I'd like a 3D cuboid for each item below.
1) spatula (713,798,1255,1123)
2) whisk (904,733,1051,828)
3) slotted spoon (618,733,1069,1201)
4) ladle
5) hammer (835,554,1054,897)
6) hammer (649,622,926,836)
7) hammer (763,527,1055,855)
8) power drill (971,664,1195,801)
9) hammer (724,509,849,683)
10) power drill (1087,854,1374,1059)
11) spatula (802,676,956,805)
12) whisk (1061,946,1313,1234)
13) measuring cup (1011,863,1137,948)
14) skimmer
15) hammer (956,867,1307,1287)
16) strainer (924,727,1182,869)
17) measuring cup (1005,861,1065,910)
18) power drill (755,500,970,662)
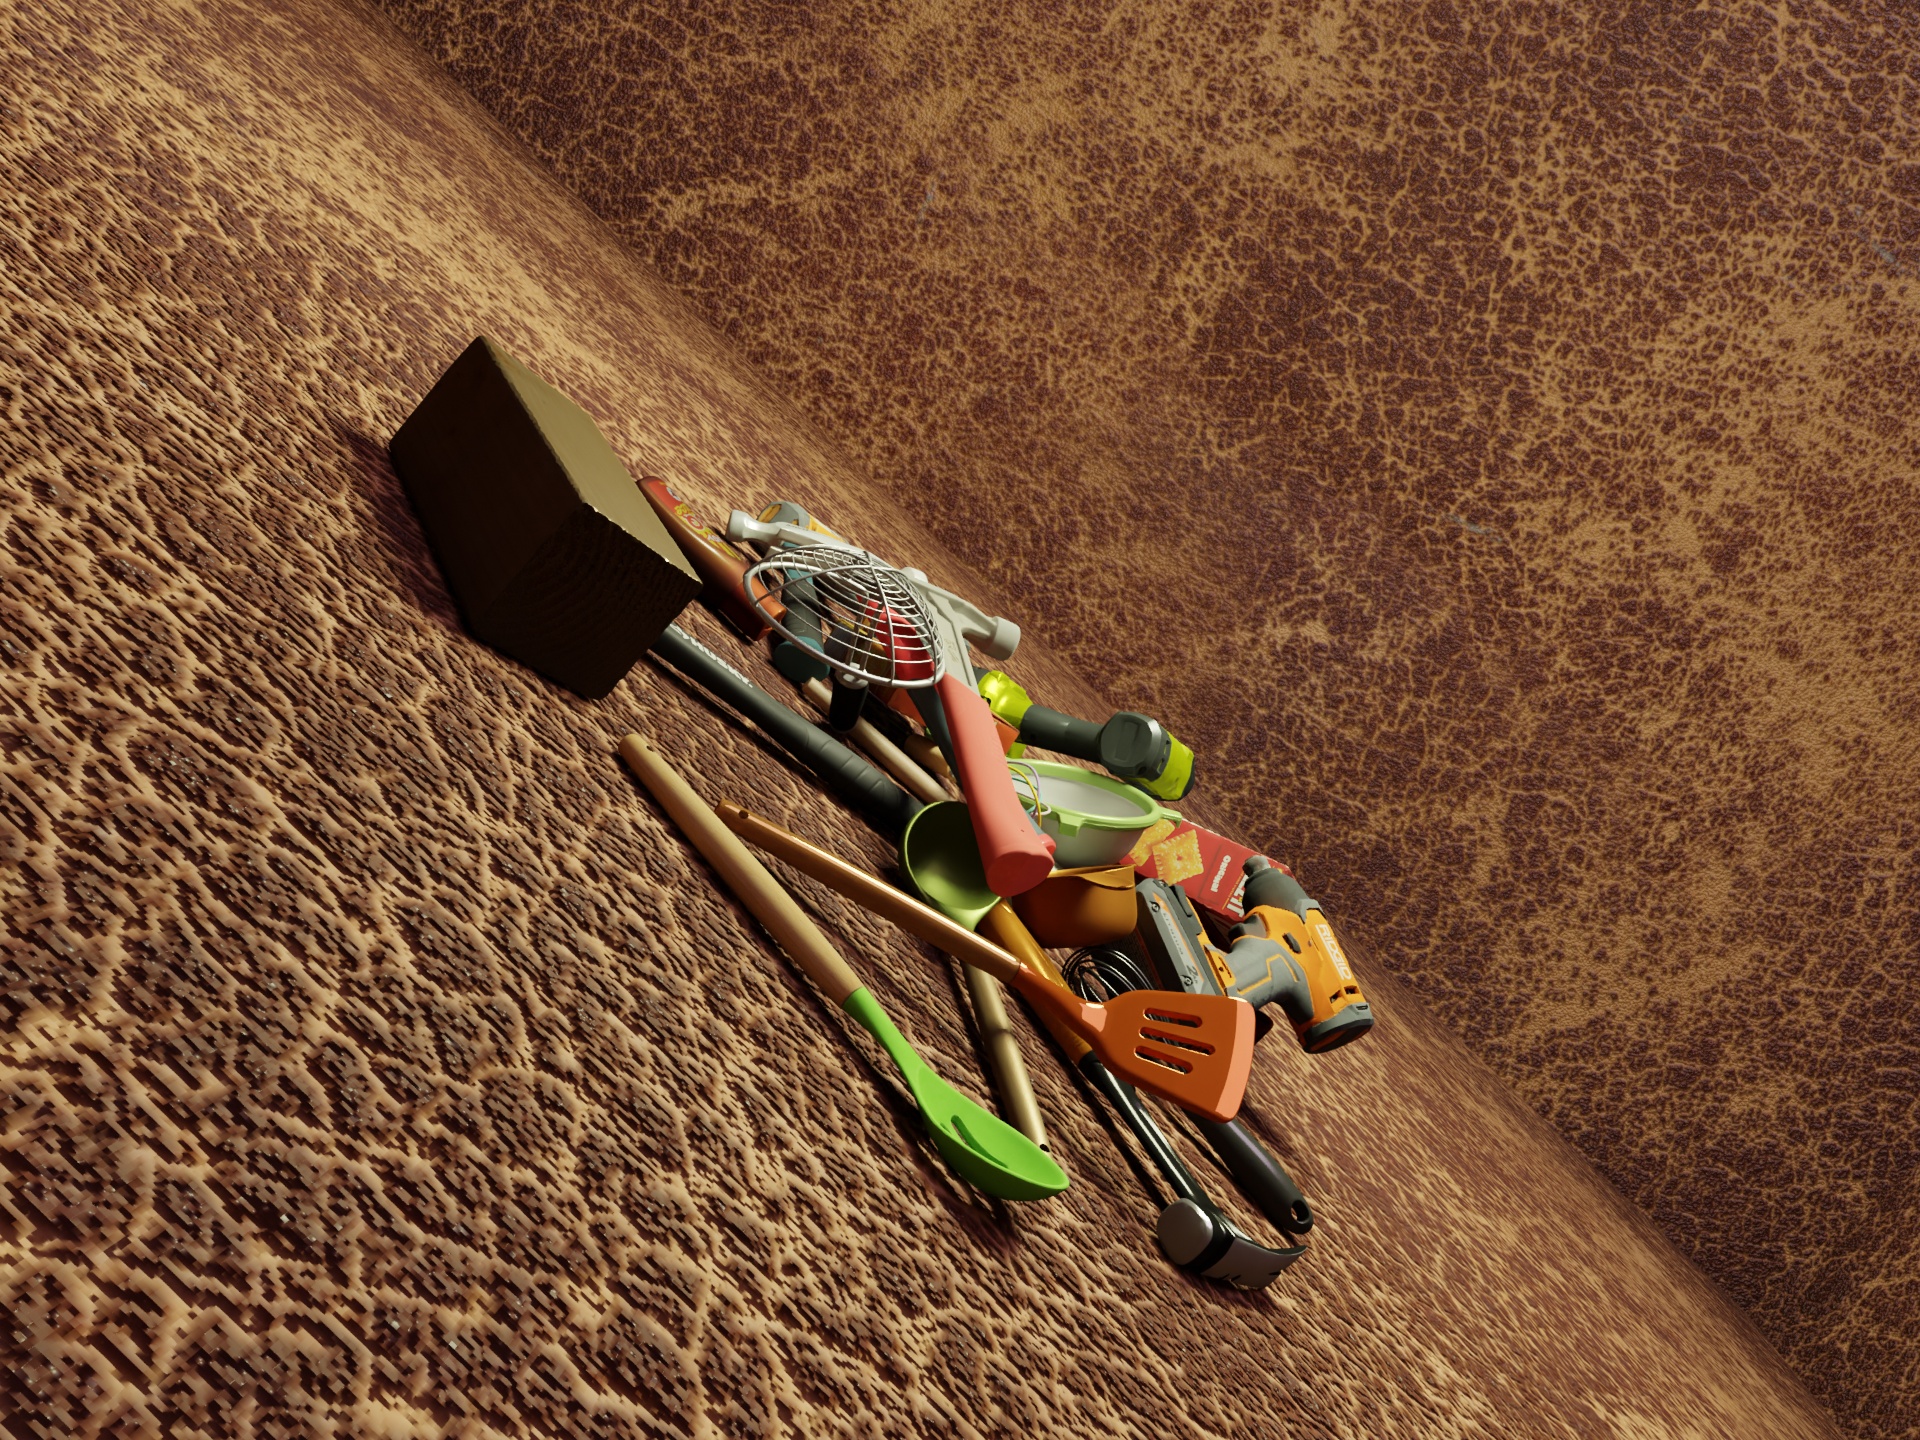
[{"bbox_3d":[0.012,0.120,0.862,0.322,0.041,0.081,30,48,-9],"label":"spatula"},{"bbox_3d":[0.007,0.047,1.245,0.047,0.051,0.245,56,-13,-22],"label":"whisk"},{"bbox_3d":[-0.067,0.115,0.762,0.314,0.031,0.070,45,8,20],"label":"slotted spoon"},{"bbox_3d":[0.017,0.144,0.913,0.078,0.062,0.320,20,20,-19],"label":"ladle"},{"bbox_3d":[-0.002,-0.003,1.094,0.149,0.036,0.359,22,25,-20],"label":"hammer"},{"bbox_3d":[-0.123,-0.003,1.042,0.334,0.035,0.146,39,11,-31],"label":"hammer"},{"bbox_3d":[-0.034,-0.021,1.181,0.143,0.038,0.387,16,28,-34],"label":"hammer"},{"bbox_3d":[0.107,0.021,1.497,0.223,0.080,0.171,16,-8,27],"label":"power drill"},{"bbox_3d":[-0.141,-0.109,1.377,0.128,0.033,0.331,13,22,-13],"label":"hammer"},{"bbox_3d":[0.204,0.174,1.207,0.226,0.084,0.164,6,51,-41],"label":"power drill"},{"bbox_3d":[-0.005,0.074,1.261,0.315,0.018,0.060,43,7,-13],"label":"spatula"},{"bbox_3d":[0.155,0.248,1.072,0.239,0.055,0.055,49,9,8],"label":"whisk"},{"bbox_3d":[0.088,0.128,1.065,0.173,0.095,0.052,169,-84,-78],"label":"measuring cup"},{"bbox_3d":[-0.082,-0.024,1.038,0.127,0.090,0.363,29,-17,1],"label":"skimmer"},{"bbox_3d":[0.083,0.205,0.987,0.127,0.034,0.337,33,13,-46],"label":"hammer"},{"bbox_3d":[0.053,0.072,1.378,0.151,0.069,0.257,-1,18,-45],"label":"strainer"},{"bbox_3d":[0.053,0.125,1.229,0.083,0.038,0.167,46,6,15],"label":"measuring cup"},{"bbox_3d":[-0.092,-0.119,1.606,0.226,0.084,0.185,43,6,29],"label":"power drill"}]
